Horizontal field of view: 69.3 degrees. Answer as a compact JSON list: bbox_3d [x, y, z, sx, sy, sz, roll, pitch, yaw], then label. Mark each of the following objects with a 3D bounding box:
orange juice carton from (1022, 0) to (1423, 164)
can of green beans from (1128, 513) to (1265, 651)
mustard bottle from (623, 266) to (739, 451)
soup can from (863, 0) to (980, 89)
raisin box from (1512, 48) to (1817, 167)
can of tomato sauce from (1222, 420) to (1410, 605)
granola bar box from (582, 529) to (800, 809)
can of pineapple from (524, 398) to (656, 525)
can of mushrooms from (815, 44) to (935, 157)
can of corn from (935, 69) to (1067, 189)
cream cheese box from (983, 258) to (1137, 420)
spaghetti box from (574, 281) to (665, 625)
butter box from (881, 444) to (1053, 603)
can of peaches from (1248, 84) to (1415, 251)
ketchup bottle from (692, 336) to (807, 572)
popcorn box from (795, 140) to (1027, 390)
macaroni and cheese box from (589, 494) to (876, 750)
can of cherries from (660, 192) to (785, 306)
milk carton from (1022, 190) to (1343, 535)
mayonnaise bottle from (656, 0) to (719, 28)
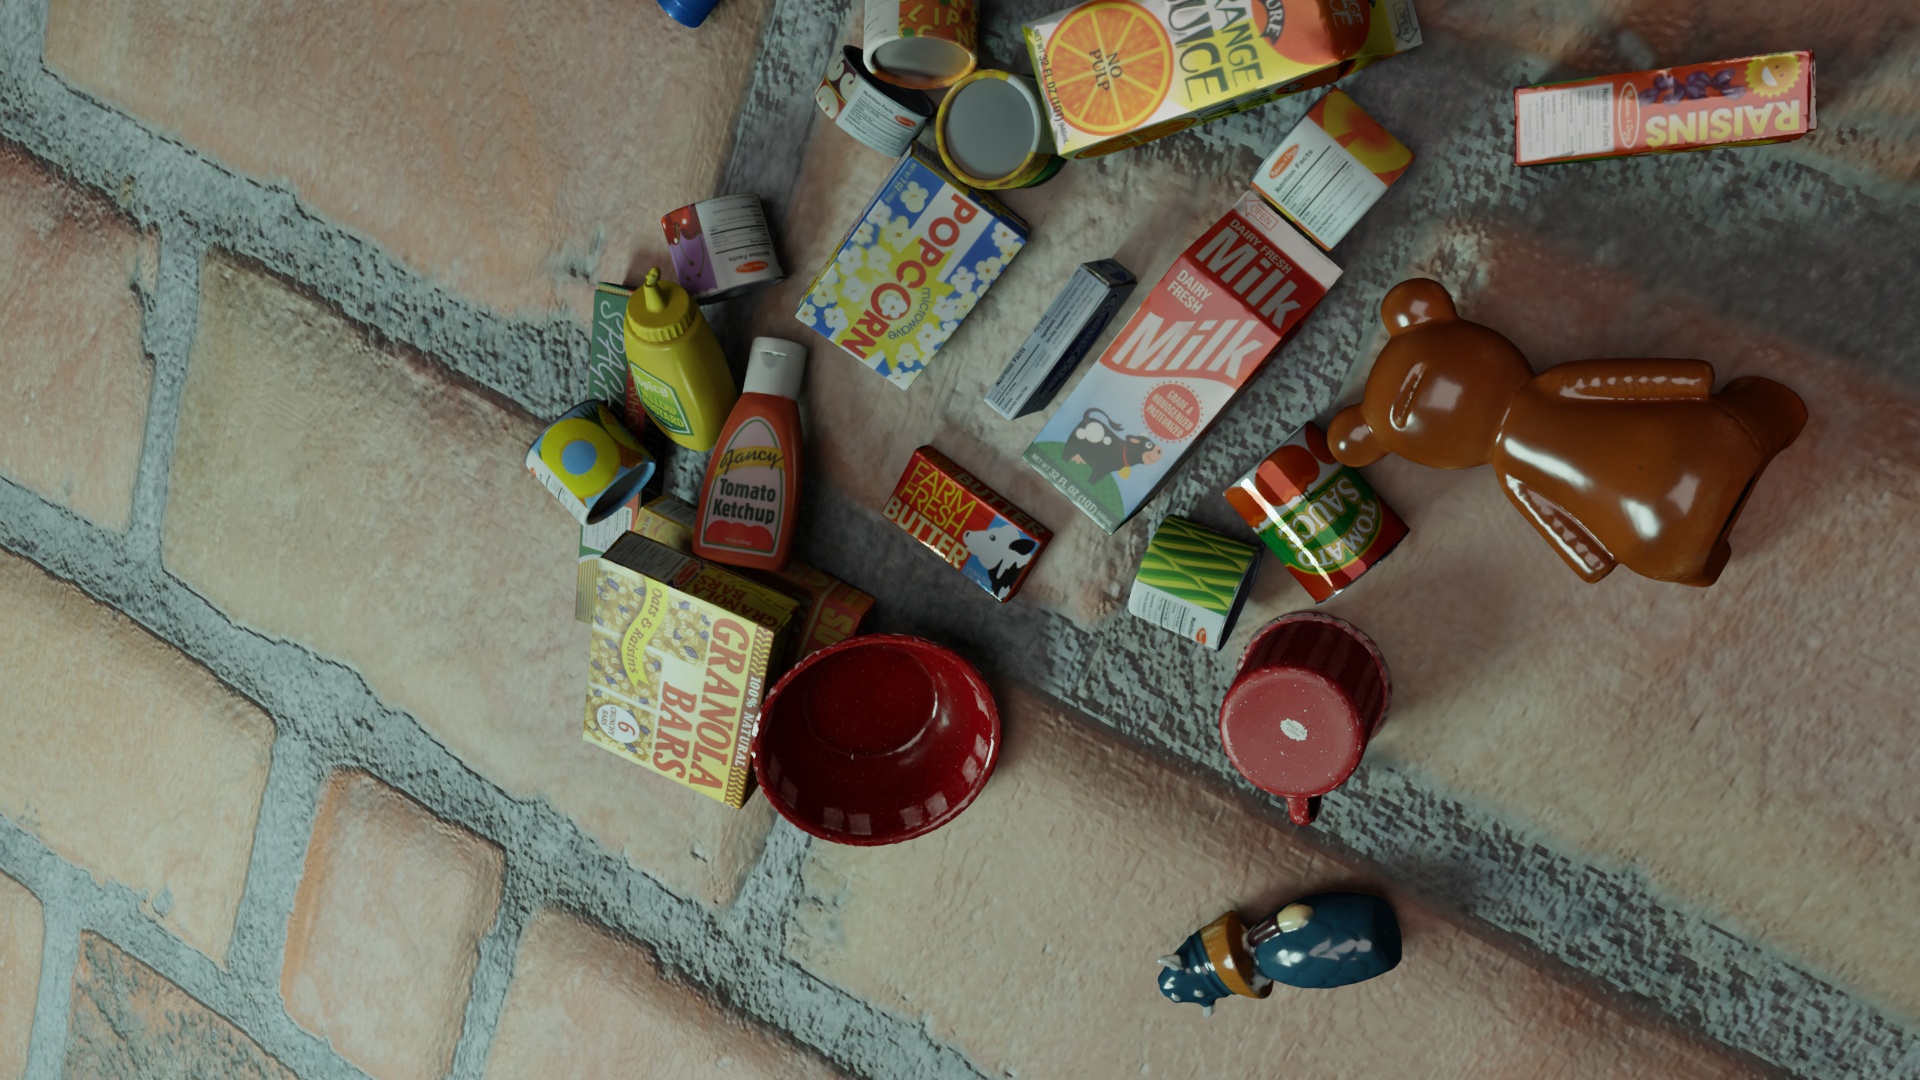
[{"bbox_3d":[0.137,-0.264,0.732,0.192,0.073,0.071,-14,97,17],"label":"orange juice carton"},{"bbox_3d":[0.138,0.024,0.819,0.058,0.071,0.071,23,112,17],"label":"can of green beans"},{"bbox_3d":[-0.182,-0.119,0.880,0.065,0.049,0.159,31,156,18],"label":"mustard bottle"},{"bbox_3d":[-0.019,-0.308,0.786,0.071,0.071,0.084,-3,81,24],"label":"soup can"},{"bbox_3d":[0.332,-0.204,0.665,0.123,0.086,0.040,-1,102,24],"label":"raisin box"},{"bbox_3d":[0.199,-0.016,0.780,0.071,0.071,0.083,-43,85,26],"label":"can of tomato sauce"},{"bbox_3d":[-0.179,0.086,0.909,0.124,0.039,0.164,22,127,8],"label":"granola bar box"},{"bbox_3d":[-0.245,-0.053,0.930,0.058,0.071,0.070,46,116,4],"label":"can of pineapple"},{"bbox_3d":[-0.051,-0.262,0.827,0.071,0.071,0.033,43,117,7],"label":"can of mushrooms"},{"bbox_3d":[0.024,-0.236,0.804,0.071,0.058,0.071,6,106,22],"label":"can of corn"},{"bbox_3d":[0.059,-0.118,0.822,0.024,0.053,0.103,42,115,10],"label":"cream cheese box"},{"bbox_3d":[-0.237,-0.055,0.980,0.050,0.029,0.249,15,109,18],"label":"spaghetti box"},{"bbox_3d":[0.003,-0.011,0.891,0.103,0.024,0.053,37,115,11],"label":"butter box"},{"bbox_3d":[0.197,-0.197,0.736,0.058,0.071,0.071,42,116,3],"label":"can of peaches"},{"bbox_3d":[-0.130,-0.056,0.901,0.065,0.043,0.149,9,84,3],"label":"ketchup bottle"},{"bbox_3d":[-0.030,-0.164,0.840,0.085,0.038,0.126,33,117,-17],"label":"popcorn box"},{"bbox_3d":[-0.157,0.060,0.955,0.166,0.040,0.123,26,110,5],"label":"macaroni and cheese box"},{"bbox_3d":[-0.154,-0.185,0.890,0.071,0.072,0.058,-13,98,26],"label":"can of cherries"},{"bbox_3d":[0.127,-0.100,0.787,0.072,0.074,0.189,43,115,8],"label":"milk carton"},{"bbox_3d":[-0.130,-0.378,0.843,0.147,0.041,0.065,-40,85,28],"label":"mayonnaise bottle"}]
